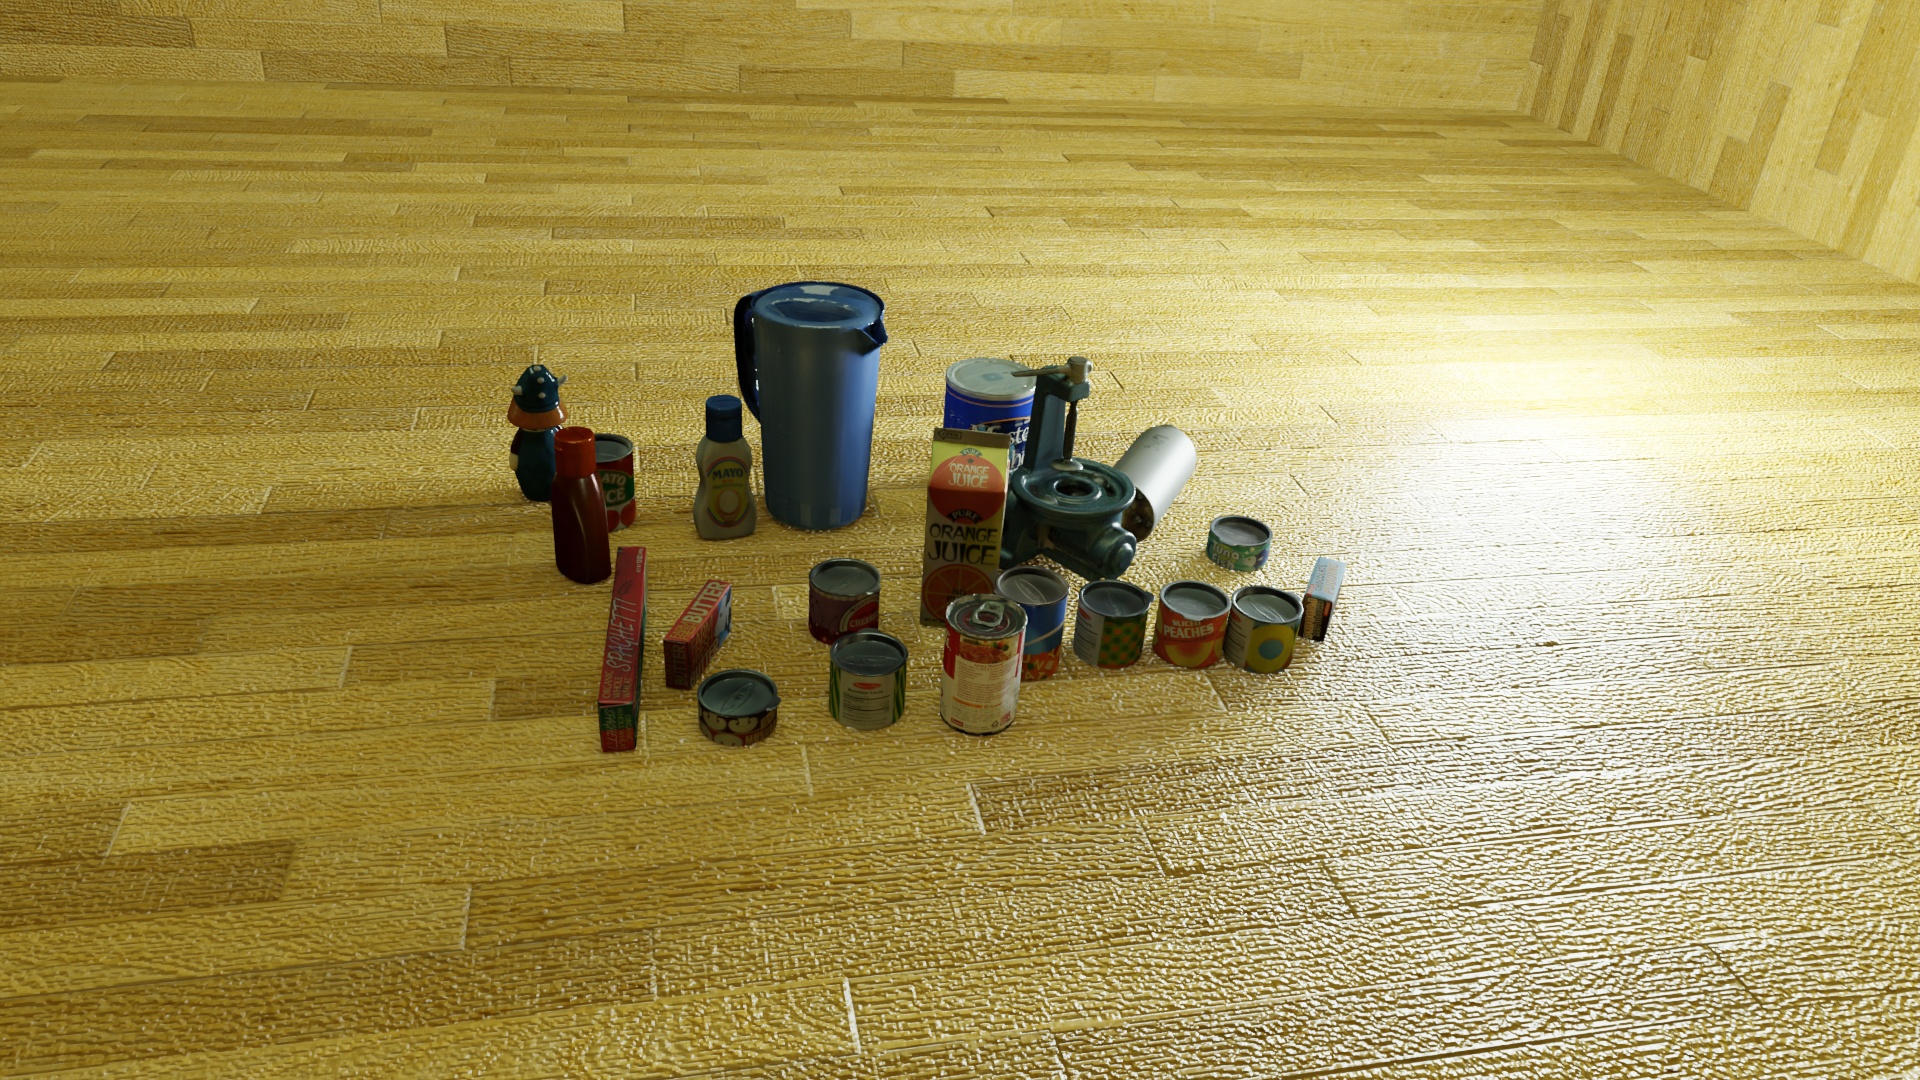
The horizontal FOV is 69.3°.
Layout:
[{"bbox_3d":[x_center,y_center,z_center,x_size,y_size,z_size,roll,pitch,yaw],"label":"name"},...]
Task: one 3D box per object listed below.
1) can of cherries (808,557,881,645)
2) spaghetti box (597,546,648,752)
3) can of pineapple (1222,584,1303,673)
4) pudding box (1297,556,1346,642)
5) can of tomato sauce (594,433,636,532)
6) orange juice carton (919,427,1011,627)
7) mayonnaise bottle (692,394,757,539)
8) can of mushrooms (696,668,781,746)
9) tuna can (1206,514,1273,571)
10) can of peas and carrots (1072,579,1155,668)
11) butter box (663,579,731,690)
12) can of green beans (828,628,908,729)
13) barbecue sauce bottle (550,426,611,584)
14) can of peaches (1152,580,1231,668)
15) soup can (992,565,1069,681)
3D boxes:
[{"bbox_3d":[-0.106,0.058,1.283,0.071,0.058,0.072,3,30,-2],"label":"can of cherries"},{"bbox_3d":[-0.292,0.088,1.212,0.029,0.050,0.251,-1,30,-9],"label":"spaghetti box"},{"bbox_3d":[0.283,0.083,1.295,0.071,0.057,0.071,3,30,-2],"label":"can of pineapple"},{"bbox_3d":[0.353,0.056,1.359,0.030,0.049,0.084,15,31,18],"label":"pudding box"},{"bbox_3d":[-0.368,-0.058,1.425,0.071,0.082,0.071,3,30,-2],"label":"can of tomato sauce"},{"bbox_3d":[0.005,-0.016,1.294,0.072,0.191,0.073,5,29,2],"label":"orange juice carton"},{"bbox_3d":[-0.239,-0.073,1.404,0.065,0.147,0.041,-6,31,-18],"label":"mayonnaise bottle"},{"bbox_3d":[-0.183,0.139,1.155,0.071,0.033,0.071,3,30,-2],"label":"can of mushrooms"},{"bbox_3d":[0.291,0.004,1.459,0.071,0.032,0.071,3,30,-2],"label":"tuna can"},{"bbox_3d":[0.141,0.077,1.285,0.071,0.058,0.071,3,30,-2],"label":"can of peas and carrots"},{"bbox_3d":[-0.231,0.082,1.228,0.024,0.052,0.104,10,30,9],"label":"butter box"},{"bbox_3d":[-0.079,0.119,1.181,0.071,0.057,0.071,3,30,-2],"label":"can of green beans"},{"bbox_3d":[-0.363,-0.035,1.319,0.065,0.147,0.044,29,37,36],"label":"barbecue sauce bottle"},{"bbox_3d":[0.214,0.079,1.291,0.071,0.057,0.071,3,30,-2],"label":"can of peaches"},{"bbox_3d":[0.058,0.075,1.251,0.071,0.083,0.072,3,30,-2],"label":"soup can"}]
